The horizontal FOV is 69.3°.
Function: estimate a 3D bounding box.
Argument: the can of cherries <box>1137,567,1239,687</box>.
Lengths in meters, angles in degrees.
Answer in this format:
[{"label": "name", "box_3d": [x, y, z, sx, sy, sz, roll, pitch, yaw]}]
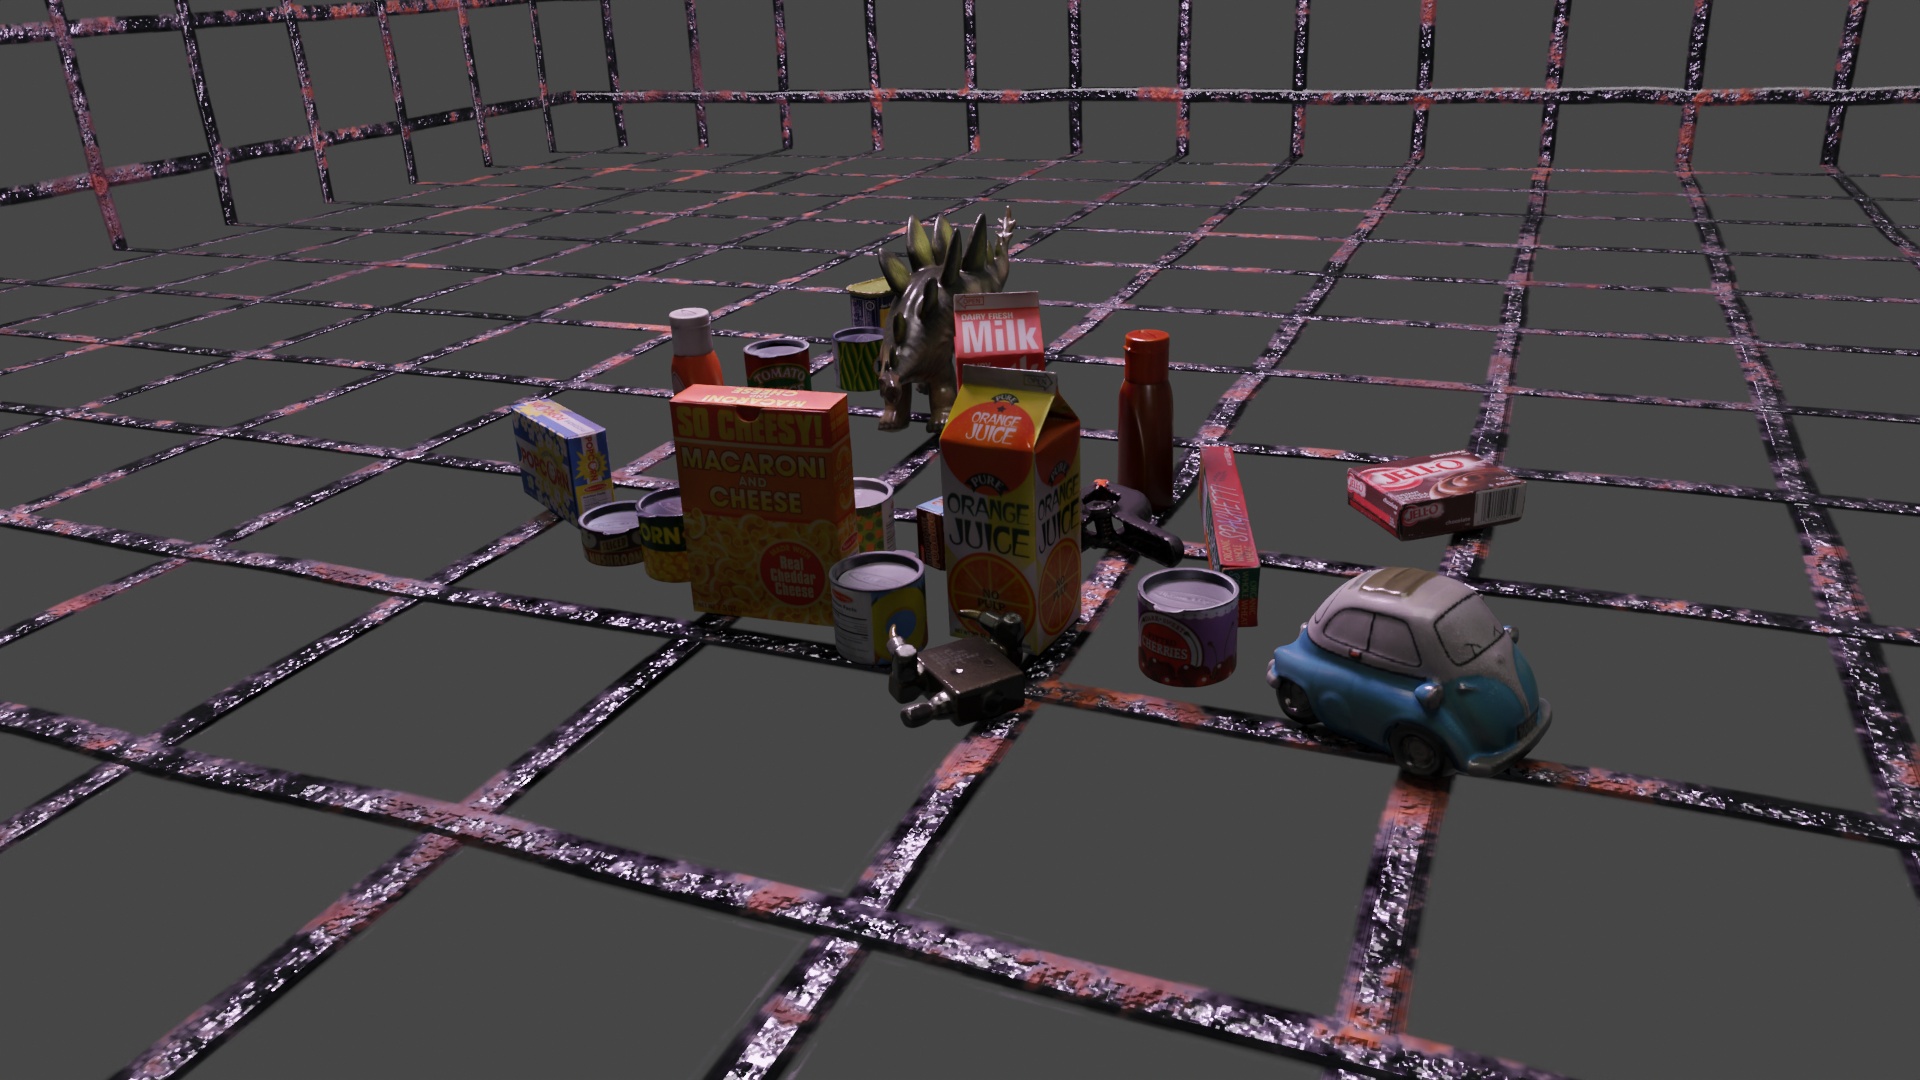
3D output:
[{"label": "can of cherries", "box_3d": [0.148, 0.058, 0.915, 0.071, 0.058, 0.072, -2, 23, 1]}]

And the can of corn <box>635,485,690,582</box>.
[{"label": "can of corn", "box_3d": [-0.222, -0.004, 1.097, 0.071, 0.058, 0.071, -2, 23, 1]}]

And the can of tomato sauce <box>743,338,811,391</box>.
[{"label": "can of tomato sauce", "box_3d": [-0.185, -0.158, 1.420, 0.071, 0.082, 0.071, -2, 23, 1]}]

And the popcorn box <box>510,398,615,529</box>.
[{"label": "popcorn box", "box_3d": [-0.351, -0.069, 1.227, 0.038, 0.085, 0.127, -19, 28, -34]}]

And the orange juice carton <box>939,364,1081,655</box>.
[{"label": "orange juice carton", "box_3d": [0.036, -0.026, 0.951, 0.072, 0.191, 0.073, 10, 26, 28]}]

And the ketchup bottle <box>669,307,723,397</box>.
[{"label": "ketchup bottle", "box_3d": [-0.247, -0.142, 1.307, 0.044, 0.148, 0.065, -17, 27, -31]}]

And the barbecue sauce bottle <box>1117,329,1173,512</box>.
[{"label": "barbecue sauce bottle", "box_3d": [0.156, -0.102, 1.172, 0.044, 0.148, 0.065, -8, 23, -13]}]

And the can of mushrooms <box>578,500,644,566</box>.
[{"label": "can of mushrooms", "box_3d": [-0.277, -0.005, 1.135, 0.071, 0.033, 0.071, -2, 23, 1]}]

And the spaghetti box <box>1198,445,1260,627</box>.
[{"label": "spaghetti box", "box_3d": [0.205, -0.009, 1.075, 0.029, 0.050, 0.251, 0, 23, 6]}]

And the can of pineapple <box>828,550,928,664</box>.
[{"label": "can of pineapple", "box_3d": [-0.055, 0.046, 0.964, 0.071, 0.057, 0.071, -2, 23, 1]}]

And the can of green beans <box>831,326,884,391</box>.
[{"label": "can of green beans", "box_3d": [-0.109, -0.202, 1.549, 0.071, 0.057, 0.071, -2, 23, 1]}]

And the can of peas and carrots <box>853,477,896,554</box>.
[{"label": "can of peas and carrots", "box_3d": [-0.087, -0.011, 1.099, 0.071, 0.058, 0.071, -2, 23, 1]}]

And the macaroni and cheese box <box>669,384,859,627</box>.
[{"label": "macaroni and cheese box", "box_3d": [-0.138, -0.024, 0.998, 0.124, 0.165, 0.040, 5, 24, 17]}]

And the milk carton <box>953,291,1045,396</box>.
[{"label": "milk carton", "box_3d": [0.033, -0.112, 1.157, 0.072, 0.189, 0.074, -3, 23, -1]}]

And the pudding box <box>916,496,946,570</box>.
[{"label": "pudding box", "box_3d": [0.004, -0.014, 1.107, 0.030, 0.049, 0.084, 18, 31, 40]}]
